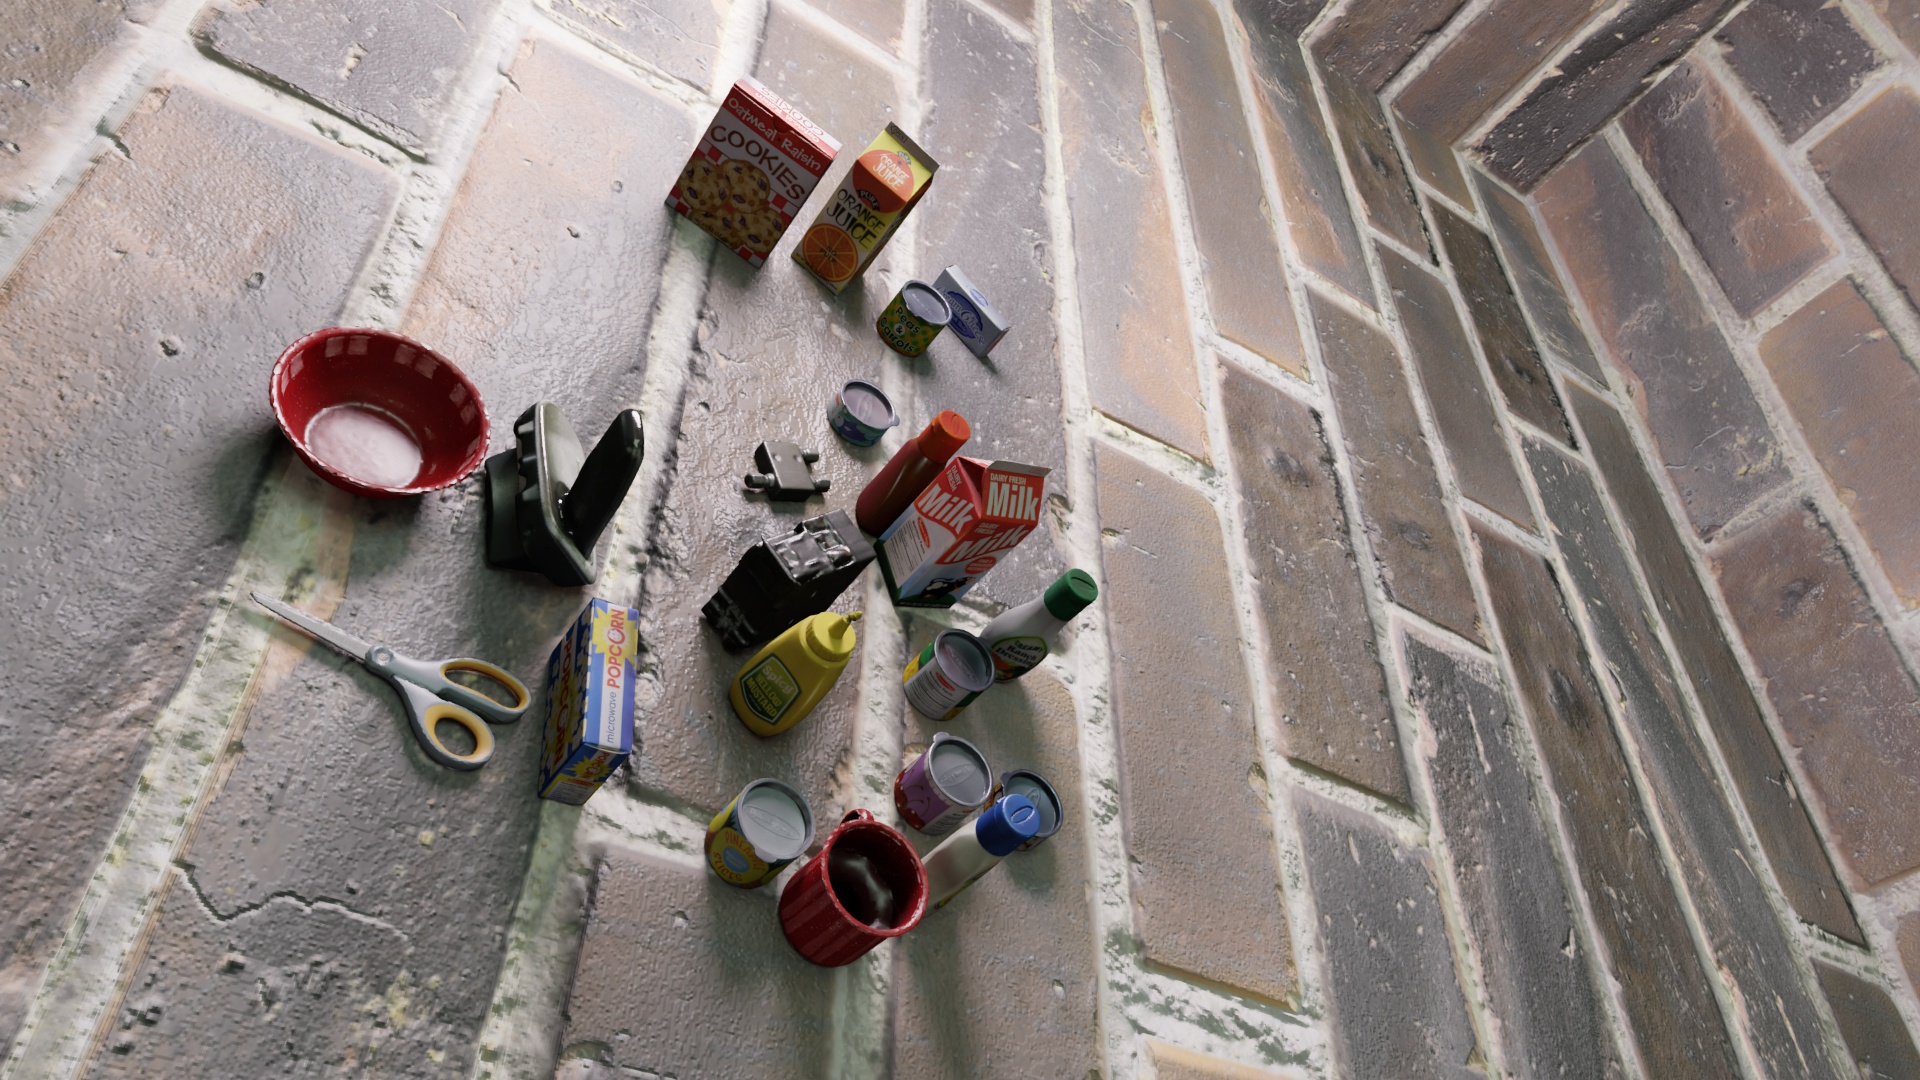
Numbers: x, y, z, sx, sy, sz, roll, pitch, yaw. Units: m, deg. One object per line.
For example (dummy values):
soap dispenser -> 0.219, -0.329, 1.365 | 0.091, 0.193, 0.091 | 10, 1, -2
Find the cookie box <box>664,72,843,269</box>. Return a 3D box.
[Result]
cookie box -> -0.218, -0.384, 1.456 | 0.123, 0.166, 0.040 | 35, 39, -12

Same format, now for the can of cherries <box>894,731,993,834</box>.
can of cherries -> -0.016, 0.208, 1.188 | 0.071, 0.058, 0.072 | 24, 43, -24

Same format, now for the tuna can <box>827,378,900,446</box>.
tuna can -> -0.101, -0.131, 1.439 | 0.071, 0.032, 0.071 | 24, 43, -24

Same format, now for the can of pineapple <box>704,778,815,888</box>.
can of pineapple -> -0.153, 0.223, 1.053 | 0.071, 0.057, 0.071 | 24, 43, -24

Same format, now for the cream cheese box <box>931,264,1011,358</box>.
cream cheese box -> 0.008, -0.271, 1.644 | 0.104, 0.053, 0.024 | 49, 38, 5

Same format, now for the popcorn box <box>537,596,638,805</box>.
popcorn box -> -0.273, 0.118, 1.020 | 0.038, 0.085, 0.127 | 18, 45, -29

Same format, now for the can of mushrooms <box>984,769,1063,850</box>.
can of mushrooms -> 0.055, 0.239, 1.241 | 0.071, 0.033, 0.071 | 24, 43, -24

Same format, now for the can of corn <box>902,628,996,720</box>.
can of corn -> -0.009, 0.122, 1.271 | 0.071, 0.058, 0.071 | 24, 43, -24

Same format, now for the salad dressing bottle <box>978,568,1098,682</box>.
salad dressing bottle -> 0.071, 0.080, 1.309 | 0.064, 0.147, 0.044 | 25, 42, -23

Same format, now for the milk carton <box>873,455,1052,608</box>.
milk carton -> 0.005, -0.016, 1.302 | 0.072, 0.189, 0.074 | 6, 52, -39

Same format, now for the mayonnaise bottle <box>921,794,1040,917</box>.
mayonnaise bottle -> 0.006, 0.249, 1.098 | 0.065, 0.147, 0.041 | -20, 70, -49

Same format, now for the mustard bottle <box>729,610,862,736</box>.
mustard bottle -> -0.126, 0.097, 1.109 | 0.065, 0.159, 0.049 | 51, 39, 8

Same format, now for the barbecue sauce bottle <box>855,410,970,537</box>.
barbecue sauce bottle -> -0.046, -0.067, 1.337 | 0.043, 0.148, 0.065 | 28, 41, -20

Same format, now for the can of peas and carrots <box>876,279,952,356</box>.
can of peas and carrots -> -0.053, -0.249, 1.566 | 0.071, 0.058, 0.071 | 24, 43, -24

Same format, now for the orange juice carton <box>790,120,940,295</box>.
orange juice carton -> -0.099, -0.367, 1.525 | 0.072, 0.191, 0.073 | 41, 38, -4
